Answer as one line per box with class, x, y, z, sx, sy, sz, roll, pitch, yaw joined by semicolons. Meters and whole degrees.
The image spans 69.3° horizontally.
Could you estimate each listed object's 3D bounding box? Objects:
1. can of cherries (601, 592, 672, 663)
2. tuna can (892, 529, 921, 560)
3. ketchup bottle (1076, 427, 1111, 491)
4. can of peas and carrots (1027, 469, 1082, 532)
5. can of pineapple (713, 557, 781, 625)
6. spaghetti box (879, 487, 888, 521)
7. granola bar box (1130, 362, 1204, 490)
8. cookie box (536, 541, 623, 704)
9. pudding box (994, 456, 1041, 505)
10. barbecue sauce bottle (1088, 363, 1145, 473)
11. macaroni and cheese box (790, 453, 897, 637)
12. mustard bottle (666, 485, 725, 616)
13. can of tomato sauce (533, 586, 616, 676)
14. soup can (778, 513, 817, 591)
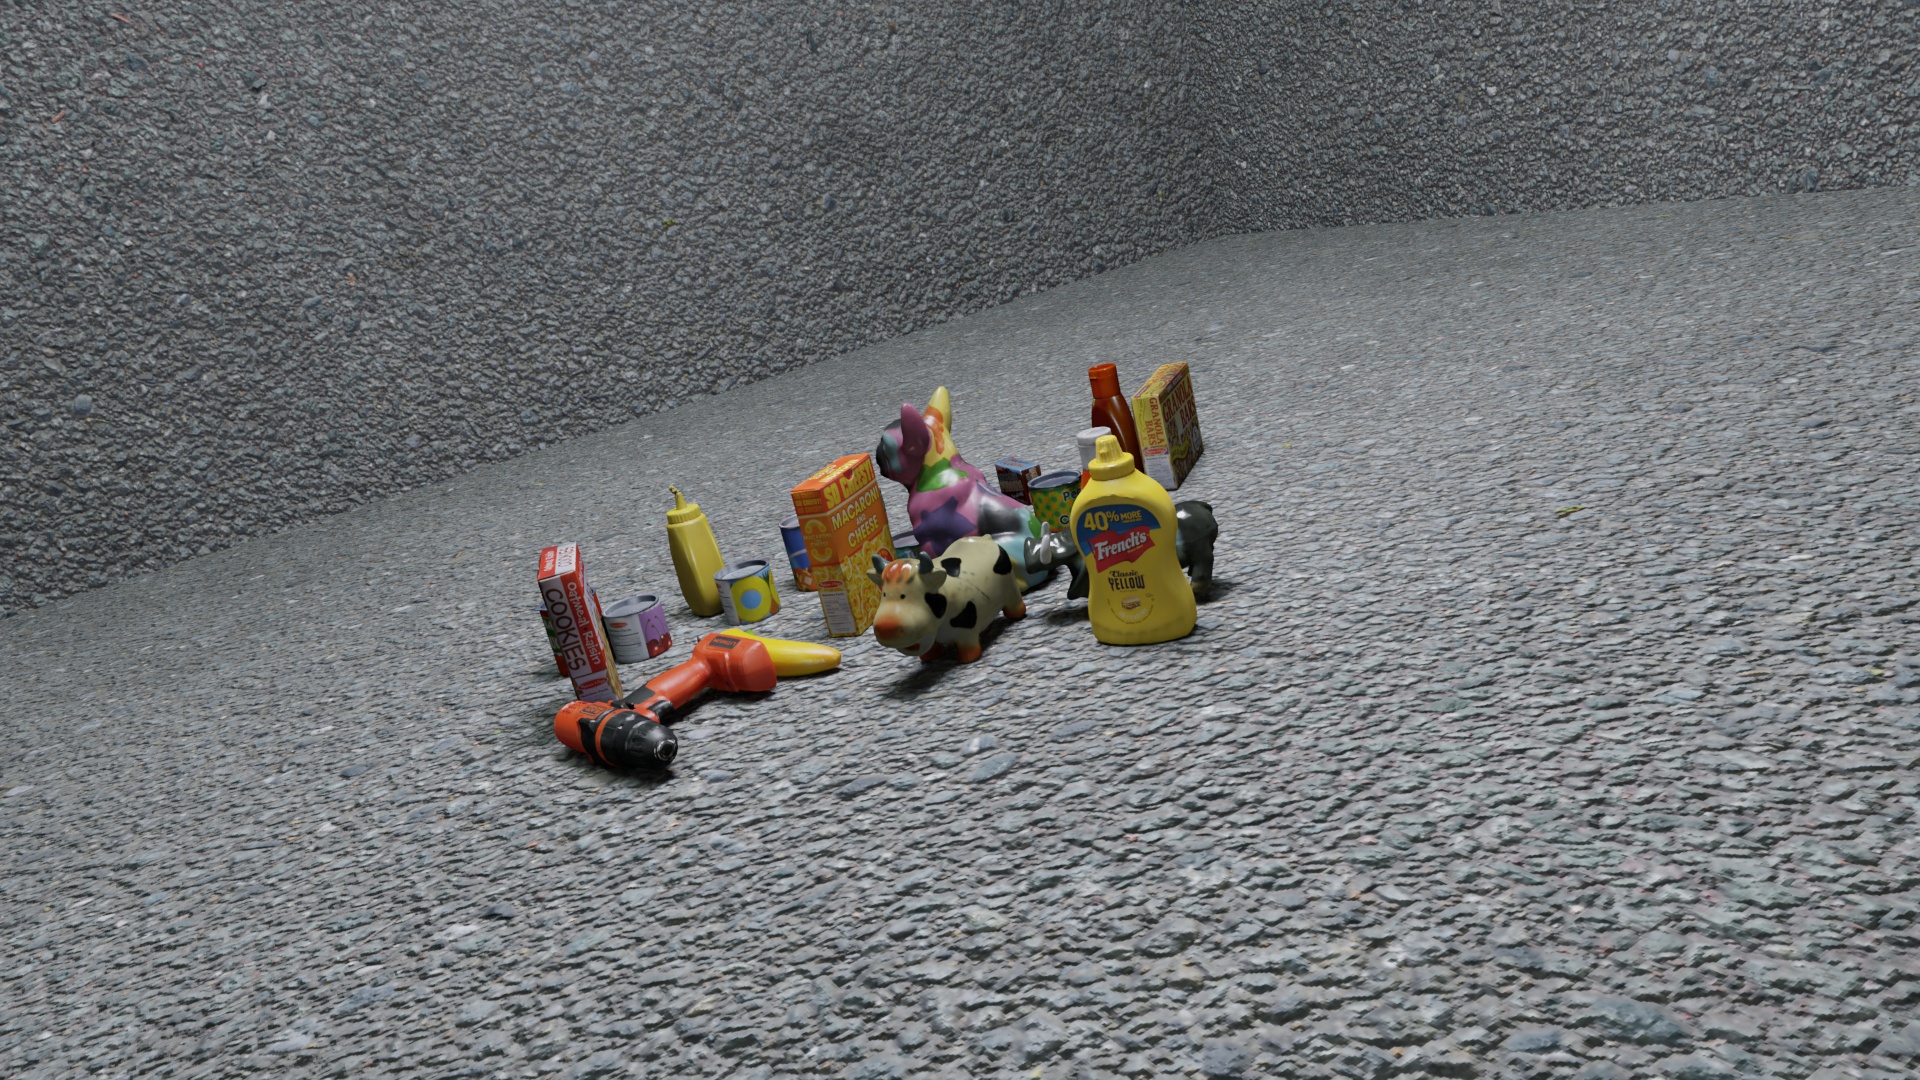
can of cherries;-0.362;0.098;1.568;0.071;0.058;0.072;-12;16;4
tuna can;-0.058;0.012;1.657;0.071;0.032;0.071;-12;16;4
ketchup bottle;0.154;-0.045;1.469;0.043;0.148;0.065;2;22;43
can of peas and carrots;0.120;-0.047;1.664;0.071;0.058;0.071;-12;16;4
can of pineapple;-0.244;0.059;1.605;0.071;0.057;0.071;-12;16;4
spaghetti box;-0.121;-0.009;1.745;0.029;0.050;0.251;-12;17;6
granola bar box;0.263;-0.146;1.759;0.039;0.124;0.166;-6;18;24
cookie box;-0.383;0.095;1.401;0.040;0.167;0.123;-17;16;-11
pudding box;0.078;-0.079;1.817;0.030;0.049;0.084;-19;17;-19
barbecue sauce bottle;0.196;-0.153;1.793;0.044;0.148;0.065;-25;19;-34
macaroni and cheese box;-0.118;0.003;1.495;0.040;0.166;0.124;-6;18;25
mustard bottle;-0.314;0.009;1.643;0.049;0.159;0.065;-25;20;-35
can of tomato sauce;-0.432;0.103;1.562;0.071;0.083;0.071;-13;16;4
soup can;-0.177;0.011;1.663;0.071;0.083;0.071;-13;16;4
